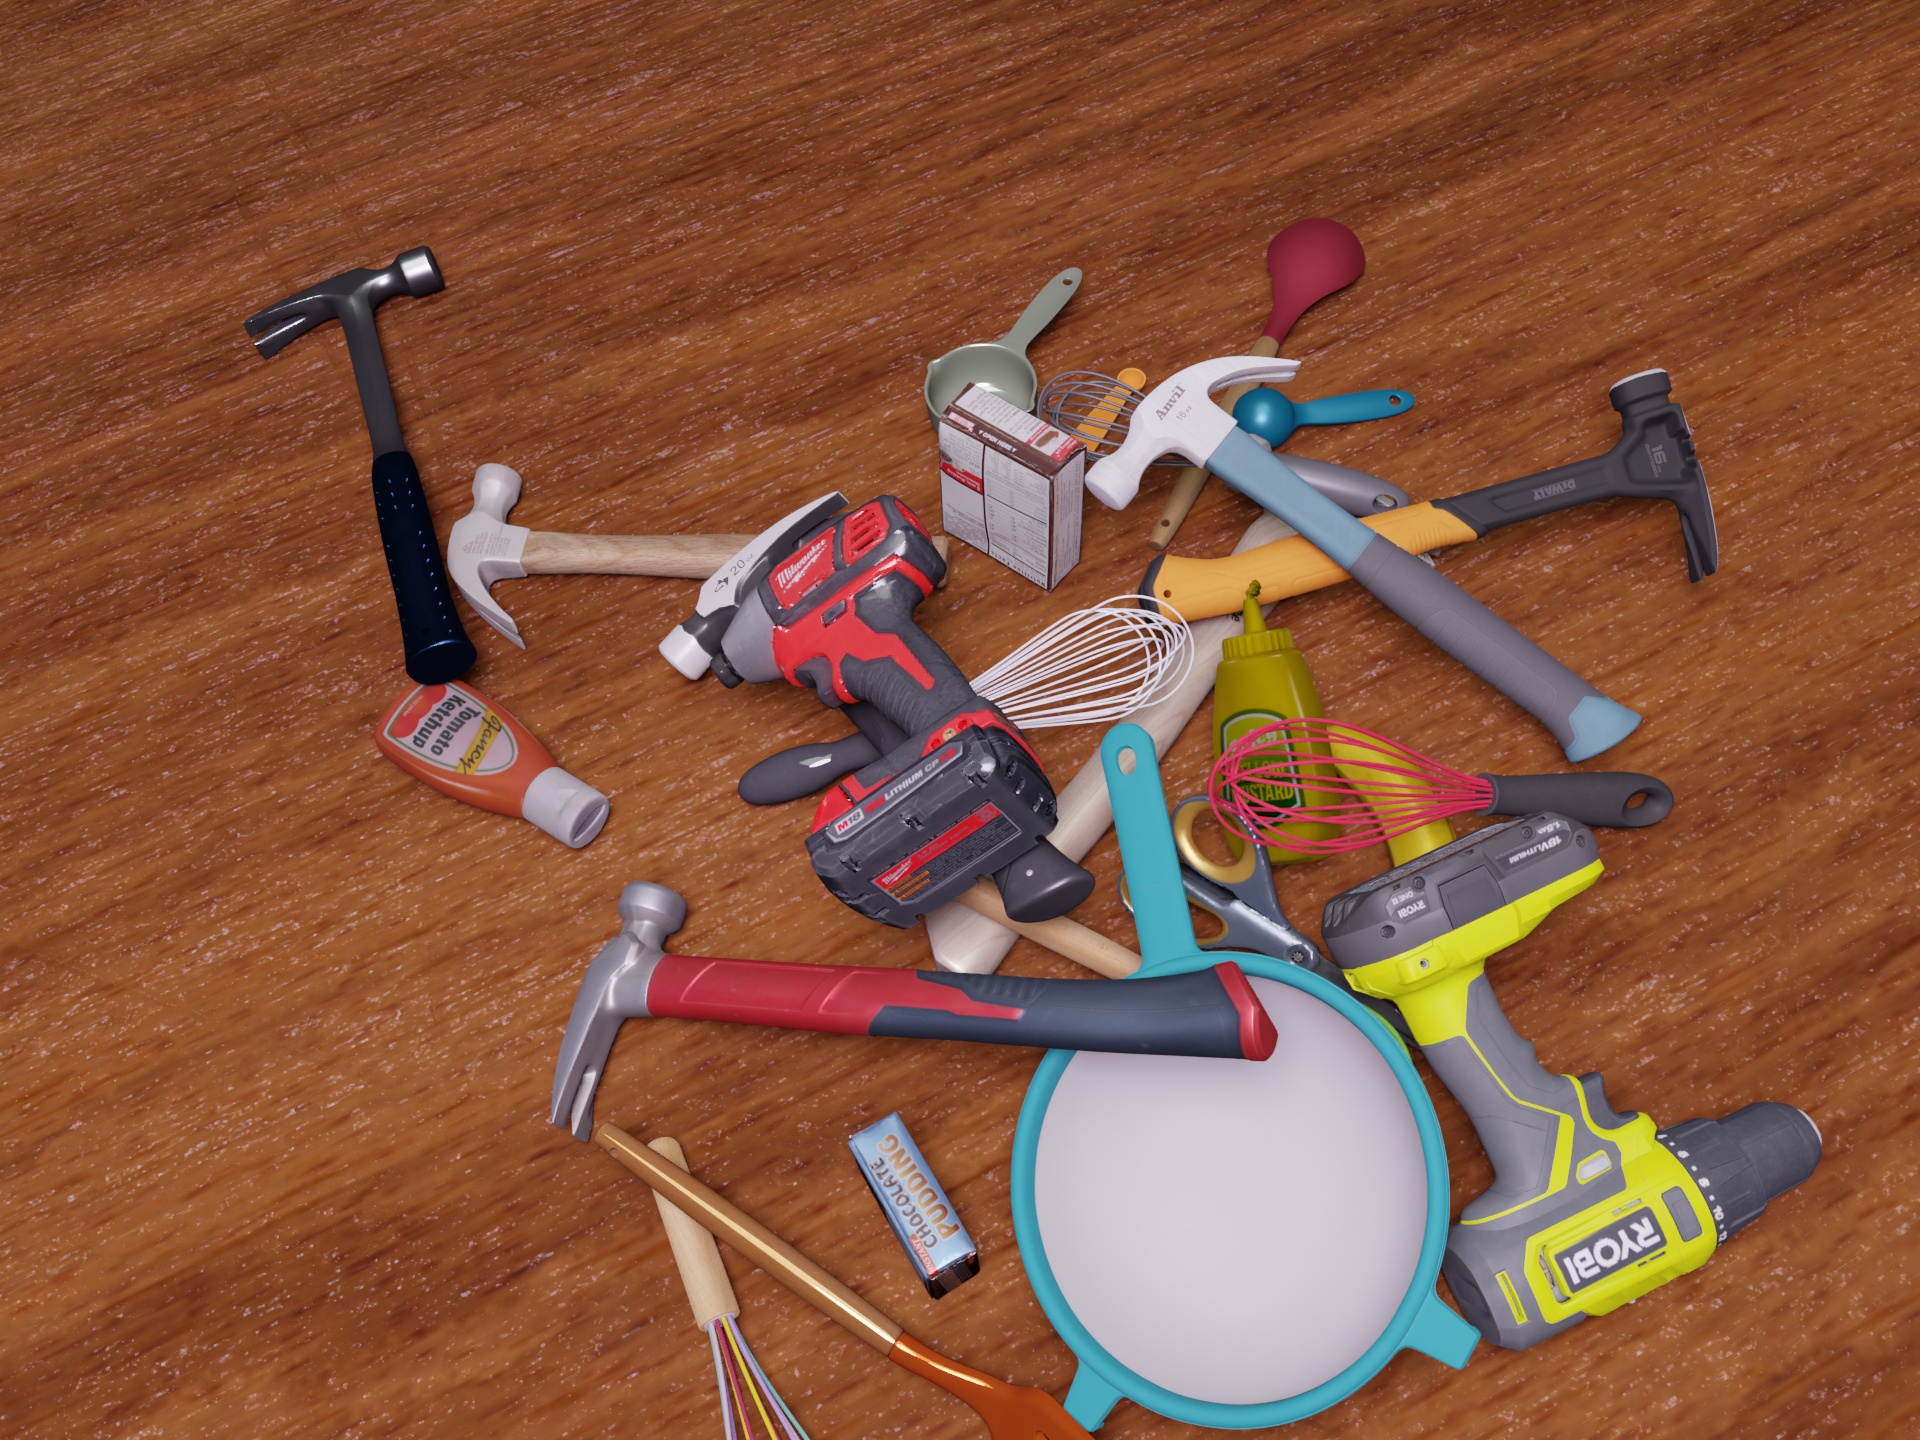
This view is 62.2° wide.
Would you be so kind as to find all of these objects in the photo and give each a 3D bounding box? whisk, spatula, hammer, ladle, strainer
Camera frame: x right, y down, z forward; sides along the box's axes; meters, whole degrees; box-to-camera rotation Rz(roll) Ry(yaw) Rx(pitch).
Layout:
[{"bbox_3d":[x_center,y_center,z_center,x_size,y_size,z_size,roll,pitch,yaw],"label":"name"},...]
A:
[{"bbox_3d":[-0.109,0.314,0.782,0.051,0.047,0.245,-24,57,-7],"label":"whisk"},{"bbox_3d":[-0.055,0.292,0.770,0.323,0.081,0.041,30,25,16],"label":"spatula"},{"bbox_3d":[-0.039,-0.005,0.891,0.146,0.035,0.335,-46,53,0],"label":"hammer"},{"bbox_3d":[0.264,0.038,0.850,0.295,0.073,0.073,3,57,-21],"label":"whisk"},{"bbox_3d":[0.272,-0.105,0.941,0.337,0.034,0.127,-15,84,1],"label":"hammer"},{"bbox_3d":[0.239,-0.087,0.907,0.331,0.033,0.128,38,88,5],"label":"hammer"},{"bbox_3d":[0.198,-0.238,1.082,0.069,0.031,0.315,23,66,16],"label":"ladle"},{"bbox_3d":[0.126,0.000,0.945,0.146,0.038,0.411,32,68,20],"label":"hammer"},{"bbox_3d":[-0.391,-0.179,1.074,0.144,0.035,0.406,-22,54,-7],"label":"hammer"},{"bbox_3d":[-0.001,-0.002,0.924,0.284,0.070,0.070,-20,59,12],"label":"whisk"},{"bbox_3d":[0.161,-0.166,0.986,0.239,0.055,0.055,17,63,7],"label":"whisk"},{"bbox_3d":[-0.035,0.156,0.798,0.386,0.038,0.143,-1,58,28],"label":"hammer"},{"bbox_3d":[0.127,0.167,0.794,0.211,0.095,0.341,-21,62,23],"label":"strainer"},{"bbox_3d":[-0.172,-0.105,1.036,0.331,0.031,0.130,2,60,6],"label":"hammer"}]

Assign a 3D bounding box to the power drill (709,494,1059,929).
[{"bbox_3d":[-0.050,-0.009,0.833,0.143,0.078,0.220,-34,51,9],"label":"power drill"}]

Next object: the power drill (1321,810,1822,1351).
[{"bbox_3d":[0.296,0.165,0.779,0.190,0.080,0.228,-23,83,-7],"label":"power drill"}]

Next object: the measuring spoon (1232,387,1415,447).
[{"bbox_3d":[0.244,-0.209,1.052,0.128,0.021,0.042,-9,76,-9],"label":"measuring spoon"}]

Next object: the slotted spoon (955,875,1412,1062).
[{"bbox_3d":[0.090,0.131,0.853,0.314,0.031,0.070,25,82,10],"label":"slotted spoon"}]

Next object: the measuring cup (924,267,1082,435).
[{"bbox_3d":[0.039,-0.248,1.097,0.083,0.038,0.168,27,64,19],"label":"measuring cup"}]

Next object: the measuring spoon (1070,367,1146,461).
[{"bbox_3d":[0.090,-0.195,1.078,0.021,0.011,0.117,29,70,20],"label":"measuring spoon"}]
